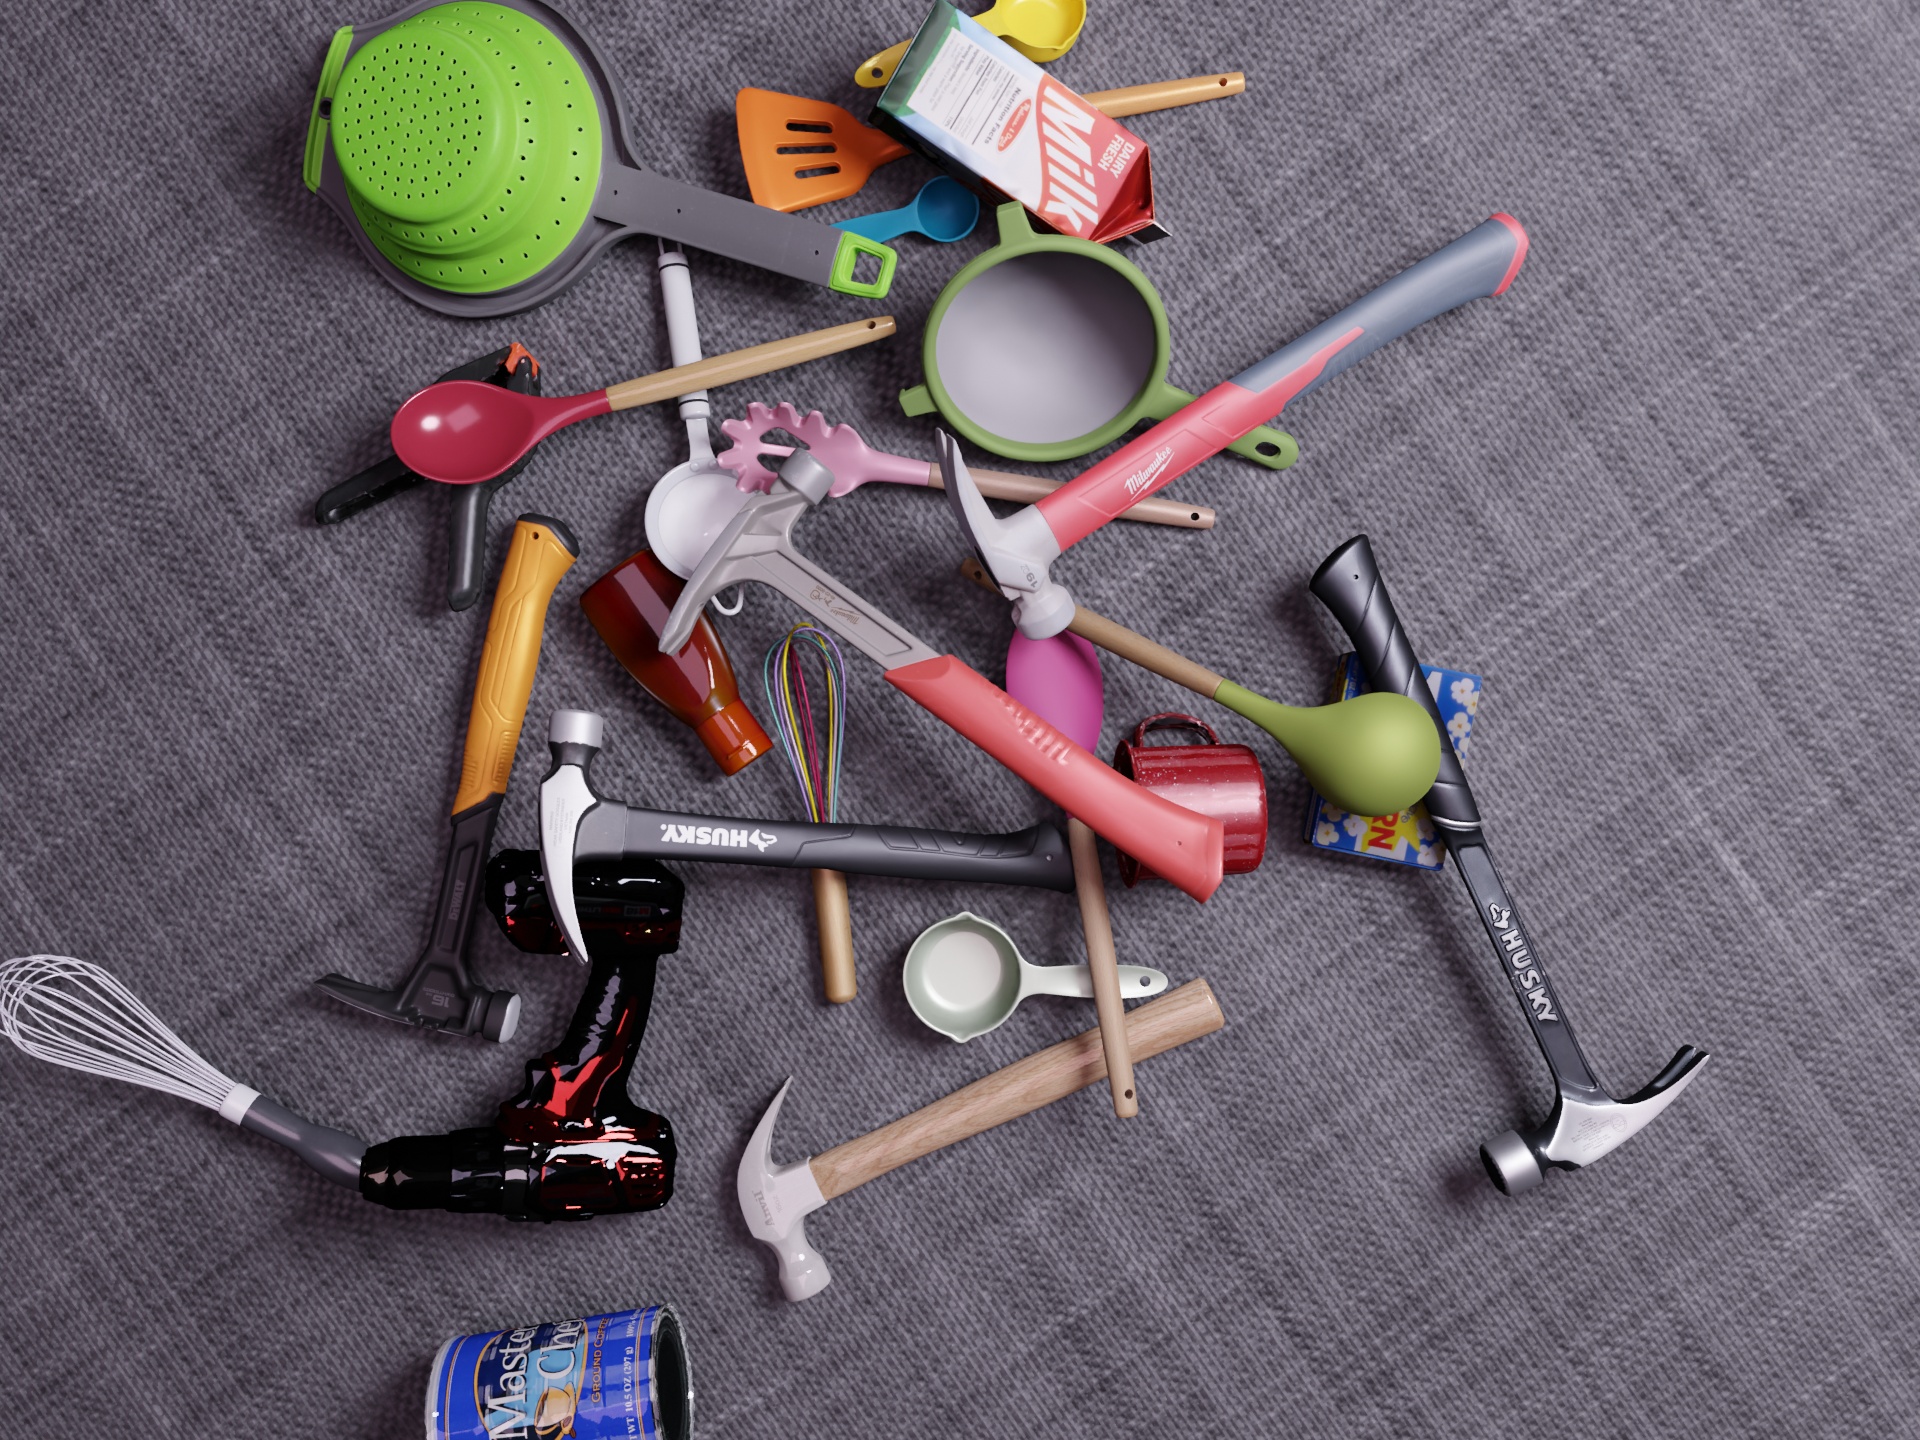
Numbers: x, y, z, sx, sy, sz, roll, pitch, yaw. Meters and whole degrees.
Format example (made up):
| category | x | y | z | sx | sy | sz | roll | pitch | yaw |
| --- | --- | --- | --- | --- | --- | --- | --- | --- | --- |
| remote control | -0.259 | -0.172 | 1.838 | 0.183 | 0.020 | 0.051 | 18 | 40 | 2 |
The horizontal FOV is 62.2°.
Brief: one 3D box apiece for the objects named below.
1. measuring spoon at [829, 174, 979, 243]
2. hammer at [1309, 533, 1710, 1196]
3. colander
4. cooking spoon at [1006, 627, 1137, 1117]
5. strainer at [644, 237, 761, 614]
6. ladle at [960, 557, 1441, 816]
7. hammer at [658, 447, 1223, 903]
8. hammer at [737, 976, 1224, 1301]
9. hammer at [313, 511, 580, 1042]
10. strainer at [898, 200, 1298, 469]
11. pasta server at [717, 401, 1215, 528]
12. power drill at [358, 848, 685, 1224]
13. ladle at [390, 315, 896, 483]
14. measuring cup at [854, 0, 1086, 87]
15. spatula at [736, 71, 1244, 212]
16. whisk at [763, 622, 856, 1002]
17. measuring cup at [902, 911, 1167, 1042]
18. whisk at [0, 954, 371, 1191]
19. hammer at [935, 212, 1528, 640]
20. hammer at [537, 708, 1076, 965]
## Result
| category | x | y | z | sx | sy | sz | roll | pitch | yaw |
| --- | --- | --- | --- | --- | --- | --- | --- | --- | --- |
| measuring spoon | -0.049 | -0.316 | 1.025 | 0.128 | 0.021 | 0.042 | -13 | 92 | 10 |
| hammer | 0.317 | 0.077 | 0.975 | 0.149 | 0.036 | 0.409 | -24 | 91 | -1 |
| colander | -0.234 | -0.328 | 0.957 | 0.397 | 0.094 | 0.204 | 18 | 100 | 7 |
| cooking spoon | 0.079 | 0.086 | 0.996 | 0.068 | 0.017 | 0.319 | -5 | 80 | -23 |
| strainer | -0.167 | -0.189 | 1.014 | 0.087 | 0.050 | 0.258 | -7 | 85 | -16 |
| ladle | 0.140 | -0.033 | 0.977 | 0.320 | 0.062 | 0.078 | 28 | 115 | 22 |
| hammer | -0.001 | -0.003 | 0.937 | 0.359 | 0.036 | 0.149 | 36 | 90 | 8 |
| hammer | 0.011 | 0.245 | 1.021 | 0.331 | 0.031 | 0.130 | -25 | 91 | 0 |
| hammer | -0.312 | 0.031 | 1.020 | 0.127 | 0.034 | 0.337 | 14 | 91 | -1 |
| strainer | 0.098 | -0.224 | 0.998 | 0.256 | 0.069 | 0.151 | 19 | 129 | -18 |
| pasta server | 0.007 | -0.150 | 1.002 | 0.316 | 0.040 | 0.060 | 8 | 100 | -5 |
| power drill | -0.263 | 0.197 | 0.977 | 0.187 | 0.080 | 0.226 | 5 | 93 | -22 |
| ladle | -0.193 | -0.207 | 0.985 | 0.315 | 0.031 | 0.069 | -15 | 79 | -2 |
| measuring cup | 0.005 | -0.427 | 1.004 | 0.156 | 0.029 | 0.062 | -24 | 86 | -7 |
| spatula | 0.022 | -0.381 | 1.009 | 0.322 | 0.041 | 0.081 | -10 | 92 | 0 |
| whisk | -0.091 | 0.060 | 1.015 | 0.051 | 0.047 | 0.245 | -6 | 94 | -1 |
| measuring cup | 0.047 | 0.163 | 1.017 | 0.167 | 0.038 | 0.083 | 2 | 91 | -1 |
| whisk | -0.489 | 0.229 | 1.017 | 0.284 | 0.070 | 0.070 | 30 | 91 | -5 |
| hammer | 0.170 | -0.207 | 0.952 | 0.386 | 0.038 | 0.143 | -33 | 121 | -5 |
| hammer | -0.087 | 0.082 | 0.969 | 0.334 | 0.035 | 0.146 | 6 | 77 | -17 |
